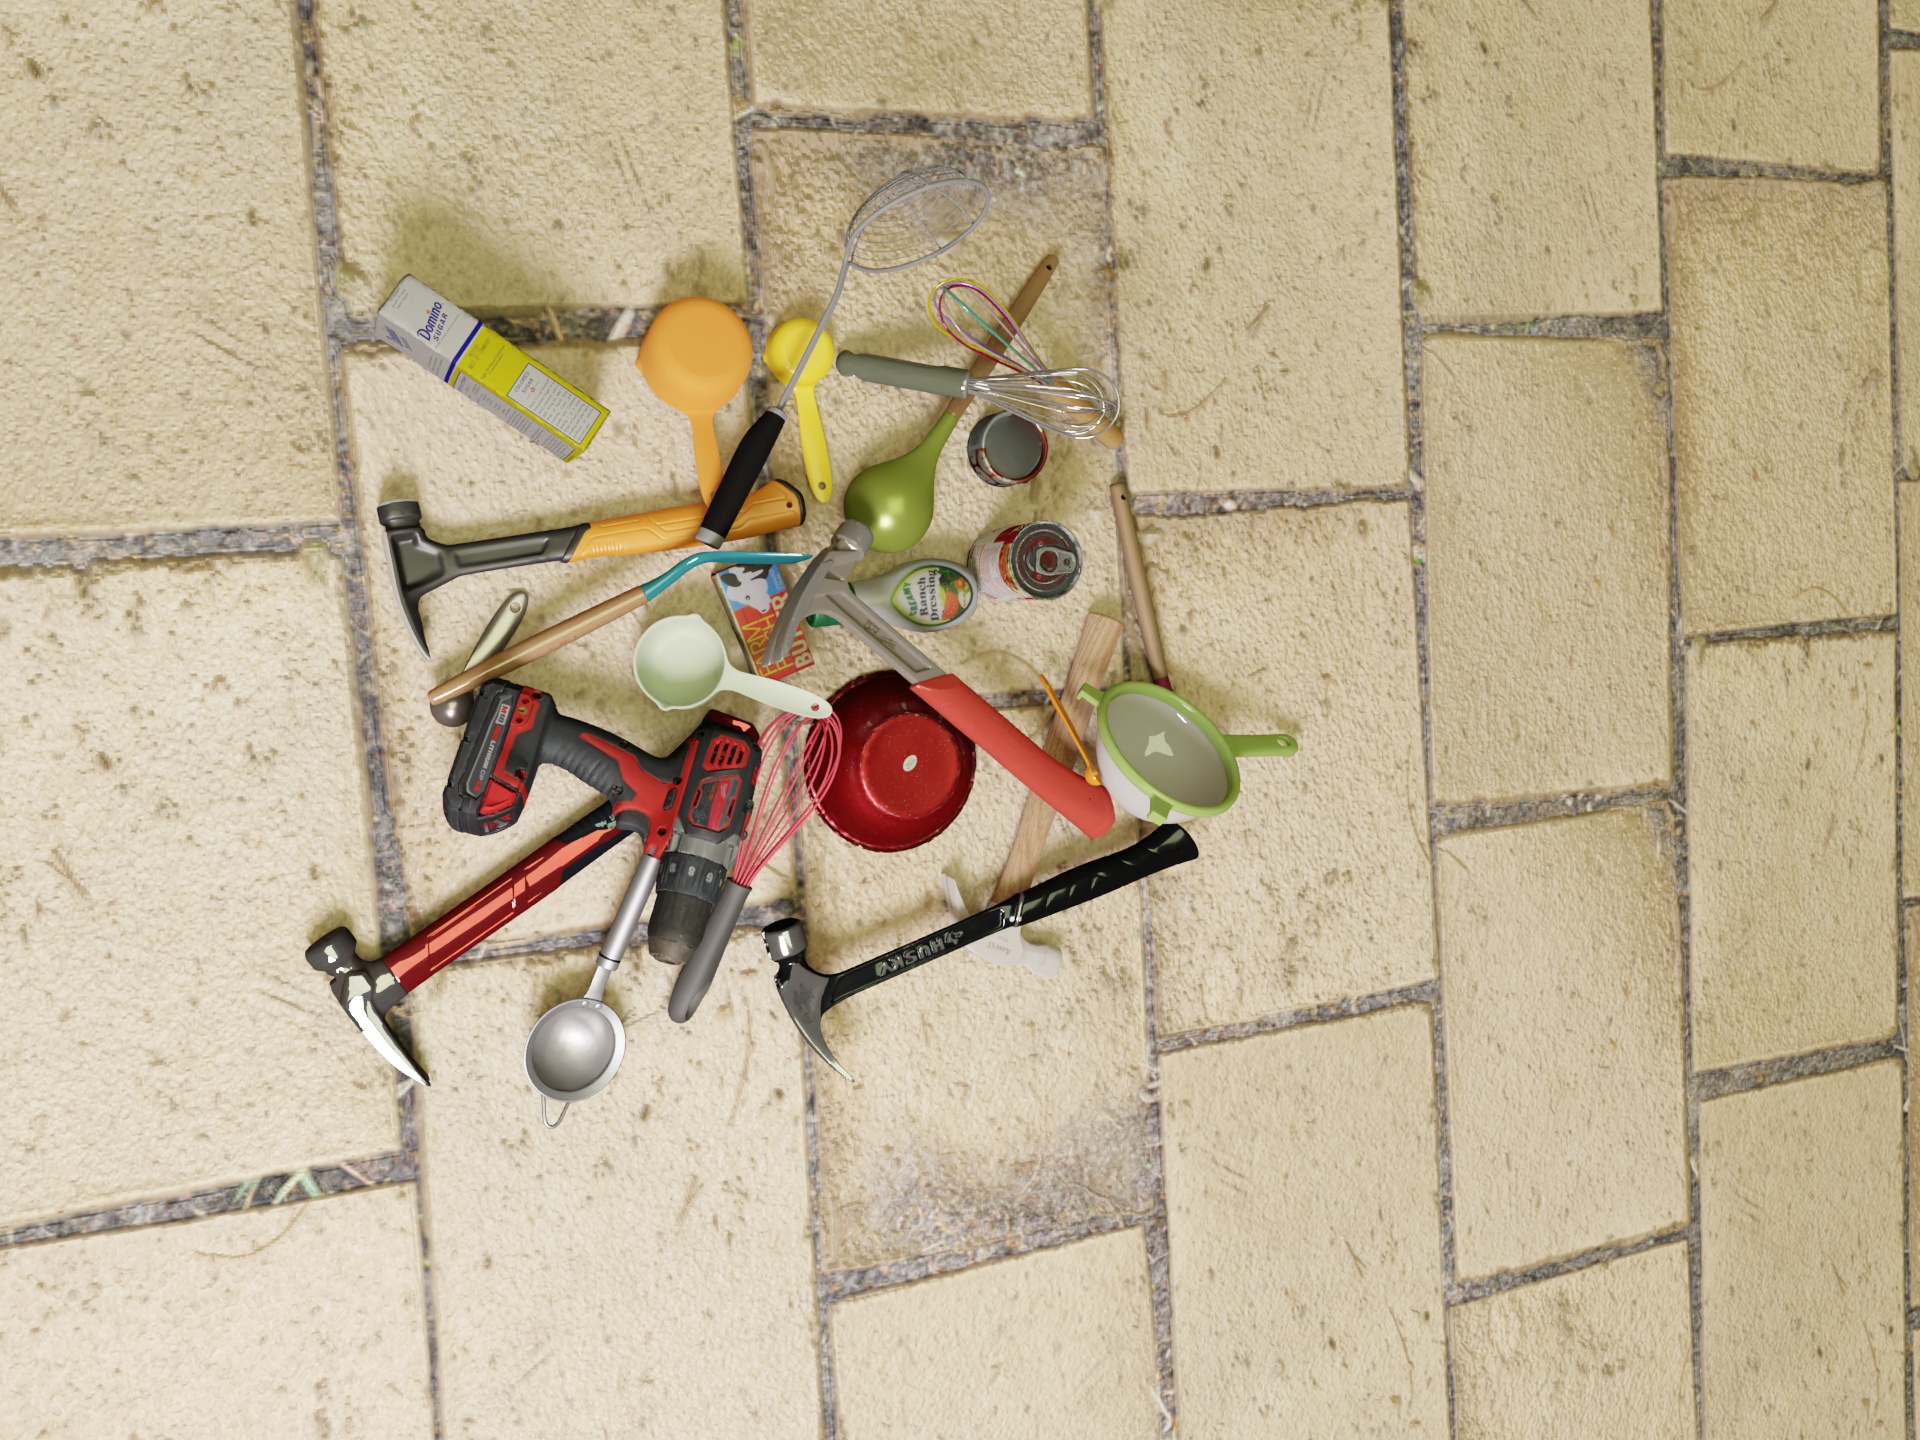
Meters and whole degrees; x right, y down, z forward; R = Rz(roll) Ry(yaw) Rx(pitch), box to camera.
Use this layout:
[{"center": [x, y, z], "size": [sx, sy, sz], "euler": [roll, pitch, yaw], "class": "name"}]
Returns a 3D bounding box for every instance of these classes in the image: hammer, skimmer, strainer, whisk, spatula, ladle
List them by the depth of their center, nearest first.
[{"center": [-0.270, -0.080, 1.264], "size": [0.317, 0.082, 0.044], "euler": [-27, 97, -10], "class": "spatula"}, {"center": [-0.285, -0.139, 1.284], "size": [0.337, 0.034, 0.127], "euler": [-13, 90, -21], "class": "hammer"}, {"center": [-0.318, 0.127, 1.286], "size": [0.386, 0.038, 0.143], "euler": [-36, 106, -16], "class": "hammer"}, {"center": [-0.288, 0.202, 1.287], "size": [0.086, 0.050, 0.258], "euler": [24, 90, -36], "class": "strainer"}, {"center": [-0.096, -0.290, 1.292], "size": [0.090, 0.127, 0.363], "euler": [26, 85, 7], "class": "skimmer"}, {"center": [-0.176, 0.118, 1.326], "size": [0.073, 0.073, 0.296], "euler": [24, 92, -21], "class": "whisk"}, {"center": [0.013, -0.284, 1.344], "size": [0.246, 0.058, 0.059], "euler": [12, 99, 7], "class": "whisk"}, {"center": [-0.002, -0.004, 1.347], "size": [0.358, 0.037, 0.149], "euler": [40, 59, -24], "class": "hammer"}, {"center": [0.060, -0.307, 1.387], "size": [0.244, 0.051, 0.047], "euler": [33, 94, -38], "class": "whisk"}, {"center": [0.035, 0.178, 1.394], "size": [0.409, 0.036, 0.149], "euler": [-20, 101, -21], "class": "hammer"}, {"center": [0.000, -0.283, 1.396], "size": [0.078, 0.062, 0.320], "euler": [35, 73, -14], "class": "ladle"}, {"center": [0.078, 0.060, 1.442], "size": [0.130, 0.031, 0.331], "euler": [21, 85, -21], "class": "hammer"}, {"center": [0.212, 0.040, 1.461], "size": [0.256, 0.069, 0.152], "euler": [-1, 51, -41], "class": "strainer"}]

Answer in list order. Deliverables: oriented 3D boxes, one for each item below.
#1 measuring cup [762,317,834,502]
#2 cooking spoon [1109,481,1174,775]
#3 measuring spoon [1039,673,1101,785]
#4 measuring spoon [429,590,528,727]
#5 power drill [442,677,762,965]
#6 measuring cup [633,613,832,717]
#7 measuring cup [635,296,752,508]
[{"center": [-0.125, -0.263, 1.345], "size": [0.062, 0.029, 0.156], "euler": [-11, 94, -21], "class": "measuring cup"}, {"center": [0.181, -0.065, 1.483], "size": [0.068, 0.017, 0.319], "euler": [-17, 99, -22], "class": "cooking spoon"}, {"center": [0.094, 0.009, 1.405], "size": [0.011, 0.021, 0.117], "euler": [-32, 68, 14], "class": "measuring spoon"}, {"center": [-0.379, -0.050, 1.264], "size": [0.034, 0.018, 0.124], "euler": [33, 80, -19], "class": "measuring spoon"}, {"center": [-0.279, 0.076, 1.232], "size": [0.226, 0.080, 0.188], "euler": [16, 70, -8], "class": "power drill"}, {"center": [-0.184, -0.032, 1.305], "size": [0.167, 0.038, 0.083], "euler": [18, 86, -1], "class": "measuring cup"}, {"center": [-0.206, -0.258, 1.287], "size": [0.095, 0.052, 0.174], "euler": [-7, 83, -22], "class": "measuring cup"}]
